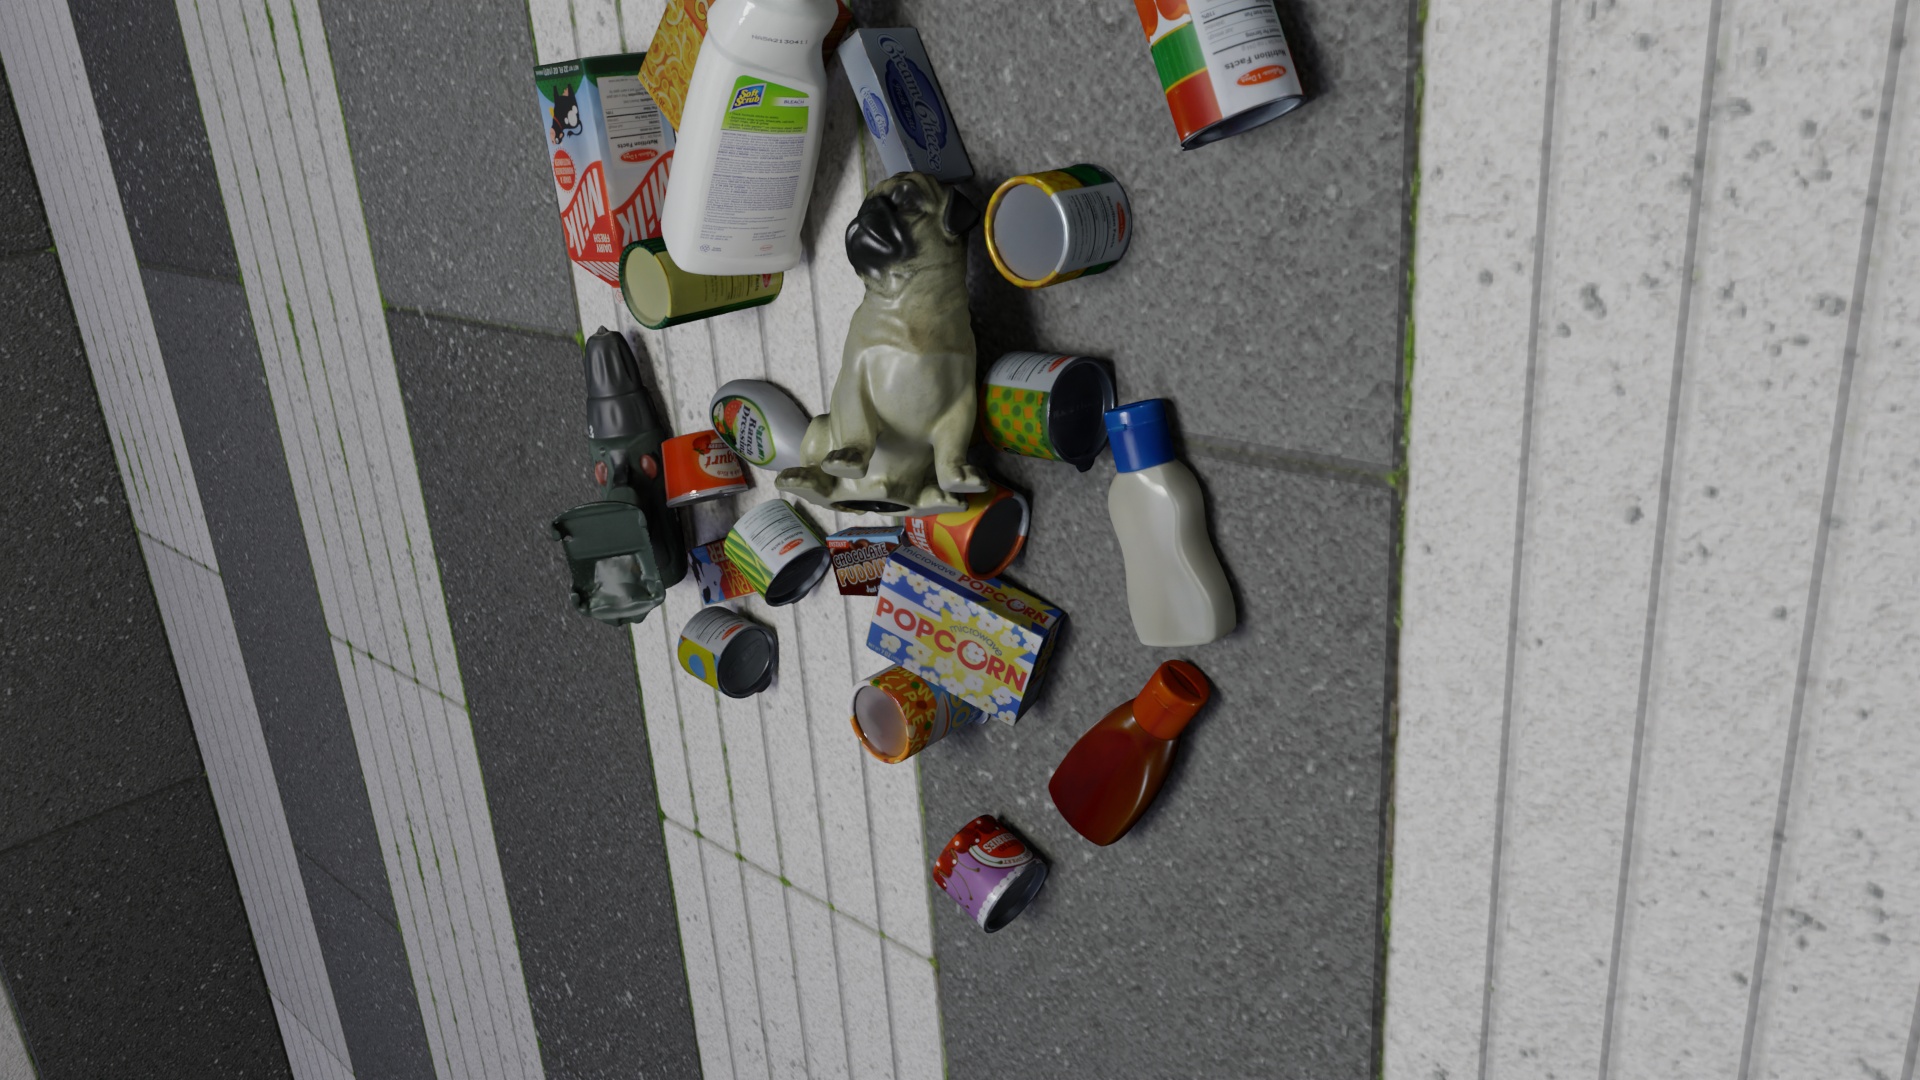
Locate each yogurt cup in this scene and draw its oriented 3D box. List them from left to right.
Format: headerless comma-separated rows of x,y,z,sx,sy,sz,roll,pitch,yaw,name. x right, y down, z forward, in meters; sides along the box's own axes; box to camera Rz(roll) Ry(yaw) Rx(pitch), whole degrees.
-0.213,-0.060,1.143,0.072,0.072,0.054,-14,89,47,yogurt cup

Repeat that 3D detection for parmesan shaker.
-0.193,-0.200,1.030,0.071,0.103,0.071,20,121,39,parmesan shaker

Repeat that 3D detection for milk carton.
-0.270,-0.281,1.095,0.072,0.074,0.189,10,114,43,milk carton

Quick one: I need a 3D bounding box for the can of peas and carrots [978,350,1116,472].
0.054,-0.081,0.859,0.059,0.071,0.070,13,116,43,can of peas and carrots

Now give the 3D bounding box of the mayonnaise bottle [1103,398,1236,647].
0.122,-0.010,0.841,0.064,0.041,0.148,-6,101,45,mayonnaise bottle

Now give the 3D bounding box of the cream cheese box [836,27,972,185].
-0.035,-0.271,0.876,0.024,0.053,0.103,-21,92,46,cream cheese box

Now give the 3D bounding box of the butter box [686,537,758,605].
-0.191,0.022,1.183,0.103,0.024,0.053,-14,97,48,butter box

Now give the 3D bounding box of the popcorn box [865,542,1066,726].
0.001,0.063,0.972,0.127,0.038,0.084,27,126,16,popcorn box

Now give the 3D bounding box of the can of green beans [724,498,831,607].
-0.144,0.009,1.099,0.058,0.071,0.071,47,134,21,can of green beans

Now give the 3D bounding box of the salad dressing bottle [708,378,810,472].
-0.131,-0.074,1.066,0.148,0.044,0.064,33,127,31,salad dressing bottle

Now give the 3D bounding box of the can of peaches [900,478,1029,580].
0.003,-0.012,0.937,0.058,0.071,0.071,28,125,33,can of peaches

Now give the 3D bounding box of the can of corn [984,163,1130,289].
0.055,-0.185,0.818,0.071,0.058,0.071,20,120,39,can of corn

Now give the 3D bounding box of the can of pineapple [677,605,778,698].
-0.200,0.097,1.194,0.058,0.071,0.070,22,122,38,can of pineapple

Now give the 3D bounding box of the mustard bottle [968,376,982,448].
-0.027,-0.136,0.929,0.065,0.049,0.159,0,107,40,mustard bottle

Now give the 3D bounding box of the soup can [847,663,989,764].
-0.029,0.120,1.017,0.071,0.084,0.071,20,121,38,soup can

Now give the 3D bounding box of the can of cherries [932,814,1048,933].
0.023,0.245,1.033,0.058,0.072,0.071,39,131,29,can of cherries

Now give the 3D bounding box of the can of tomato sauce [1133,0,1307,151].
0.130,-0.251,0.708,0.071,0.071,0.083,-15,95,48,can of tomato sauce

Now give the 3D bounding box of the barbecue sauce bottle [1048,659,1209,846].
0.113,0.137,0.911,0.065,0.044,0.147,47,134,20,barbecue sauce bottle

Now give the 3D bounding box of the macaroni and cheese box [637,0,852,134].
-0.156,-0.345,0.977,0.124,0.040,0.165,54,137,12,macaroni and cheese box

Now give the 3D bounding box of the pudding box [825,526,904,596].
-0.060,0.015,1.043,0.083,0.030,0.049,0,107,45,pudding box
